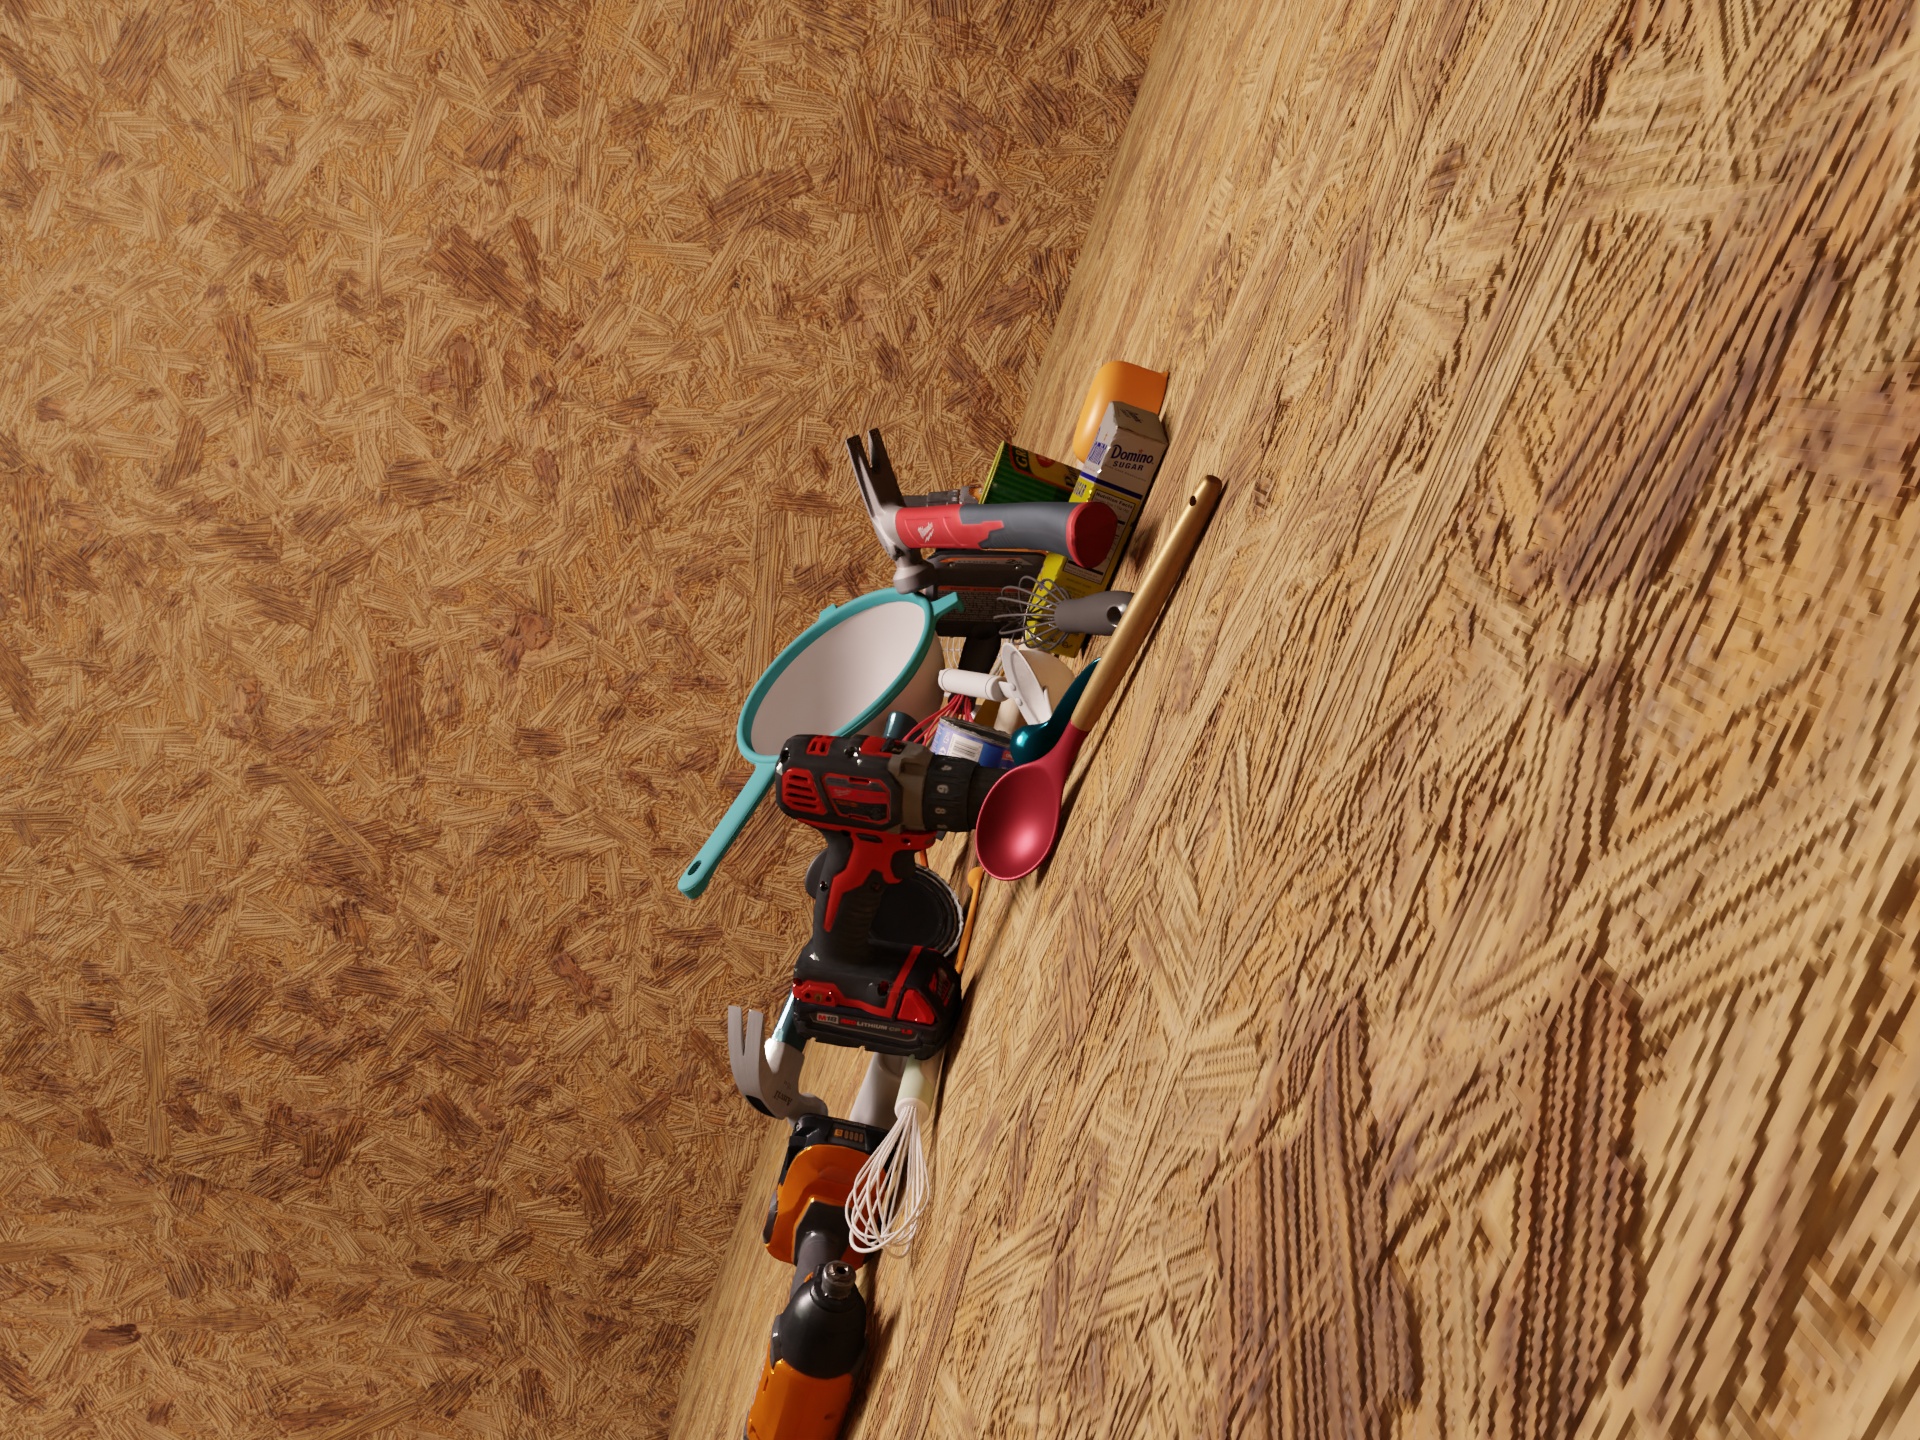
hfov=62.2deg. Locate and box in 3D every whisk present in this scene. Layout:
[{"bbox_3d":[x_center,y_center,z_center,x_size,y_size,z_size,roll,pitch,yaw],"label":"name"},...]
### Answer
[{"bbox_3d":[-0.034,0.274,1.094,0.059,0.057,0.246,-32,18,21],"label":"whisk"},{"bbox_3d":[0.073,-0.072,1.044,0.239,0.055,0.055,-169,98,-74],"label":"whisk"},{"bbox_3d":[-0.002,-0.004,1.291,0.296,0.073,0.073,-71,2,-57],"label":"whisk"}]

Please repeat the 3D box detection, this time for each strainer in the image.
[{"bbox_3d":[-0.118,0.035,1.374,0.211,0.095,0.340,0,49,48],"label":"strainer"},{"bbox_3d":[0.033,-0.025,1.162,0.086,0.050,0.258,67,162,-14],"label":"strainer"}]

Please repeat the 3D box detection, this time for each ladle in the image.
[{"bbox_3d":[0.081,-0.018,0.947,0.069,0.031,0.315,59,139,35],"label":"ladle"}]

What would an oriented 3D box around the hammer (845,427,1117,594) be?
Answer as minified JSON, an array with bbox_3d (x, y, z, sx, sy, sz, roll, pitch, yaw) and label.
[{"bbox_3d":[0.008,-0.162,1.207,0.386,0.038,0.143,15,127,67],"label":"hammer"}]

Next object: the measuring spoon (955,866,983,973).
[{"bbox_3d":[0.004,0.161,1.274,0.117,0.011,0.021,-76,6,-48],"label":"measuring spoon"}]

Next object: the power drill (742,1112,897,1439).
[{"bbox_3d":[-0.094,0.376,1.095,0.227,0.084,0.164,-89,14,-64],"label":"power drill"}]

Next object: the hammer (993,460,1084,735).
[{"bbox_3d":[0.083,-0.117,1.330,0.146,0.038,0.411,126,163,-71],"label":"hammer"}]

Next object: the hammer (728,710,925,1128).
[{"bbox_3d":[-0.095,0.146,1.243,0.128,0.033,0.331,47,-125,-50],"label":"hammer"}]

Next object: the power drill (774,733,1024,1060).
[{"bbox_3d":[-0.035,0.120,1.114,0.080,0.188,0.226,-58,-28,-64],"label":"power drill"}]

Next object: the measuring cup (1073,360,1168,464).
[{"bbox_3d":[0.124,-0.256,1.283,0.174,0.052,0.095,-84,14,-64],"label":"measuring cup"}]

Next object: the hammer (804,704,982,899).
[{"bbox_3d":[-0.059,0.094,1.501,0.335,0.035,0.146,-37,-27,-62],"label":"hammer"}]

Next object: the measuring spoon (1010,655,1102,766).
[{"bbox_3d":[0.067,0.001,1.016,0.128,0.042,0.021,-55,9,49],"label":"measuring spoon"}]

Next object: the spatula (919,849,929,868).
[{"bbox_3d":[-0.062,0.260,1.479,0.081,0.041,0.323,81,-156,-72],"label":"spatula"}]

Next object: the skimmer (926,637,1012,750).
[{"bbox_3d":[-0.039,-0.008,1.466,0.127,0.090,0.363,-25,23,37],"label":"skimmer"}]

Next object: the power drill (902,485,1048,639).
[{"bbox_3d":[0.006,-0.161,1.508,0.226,0.185,0.084,-84,-5,-59],"label":"power drill"}]

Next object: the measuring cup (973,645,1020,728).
[{"bbox_3d":[0.051,-0.037,1.507,0.156,0.029,0.062,-58,-2,12],"label":"measuring cup"}]
